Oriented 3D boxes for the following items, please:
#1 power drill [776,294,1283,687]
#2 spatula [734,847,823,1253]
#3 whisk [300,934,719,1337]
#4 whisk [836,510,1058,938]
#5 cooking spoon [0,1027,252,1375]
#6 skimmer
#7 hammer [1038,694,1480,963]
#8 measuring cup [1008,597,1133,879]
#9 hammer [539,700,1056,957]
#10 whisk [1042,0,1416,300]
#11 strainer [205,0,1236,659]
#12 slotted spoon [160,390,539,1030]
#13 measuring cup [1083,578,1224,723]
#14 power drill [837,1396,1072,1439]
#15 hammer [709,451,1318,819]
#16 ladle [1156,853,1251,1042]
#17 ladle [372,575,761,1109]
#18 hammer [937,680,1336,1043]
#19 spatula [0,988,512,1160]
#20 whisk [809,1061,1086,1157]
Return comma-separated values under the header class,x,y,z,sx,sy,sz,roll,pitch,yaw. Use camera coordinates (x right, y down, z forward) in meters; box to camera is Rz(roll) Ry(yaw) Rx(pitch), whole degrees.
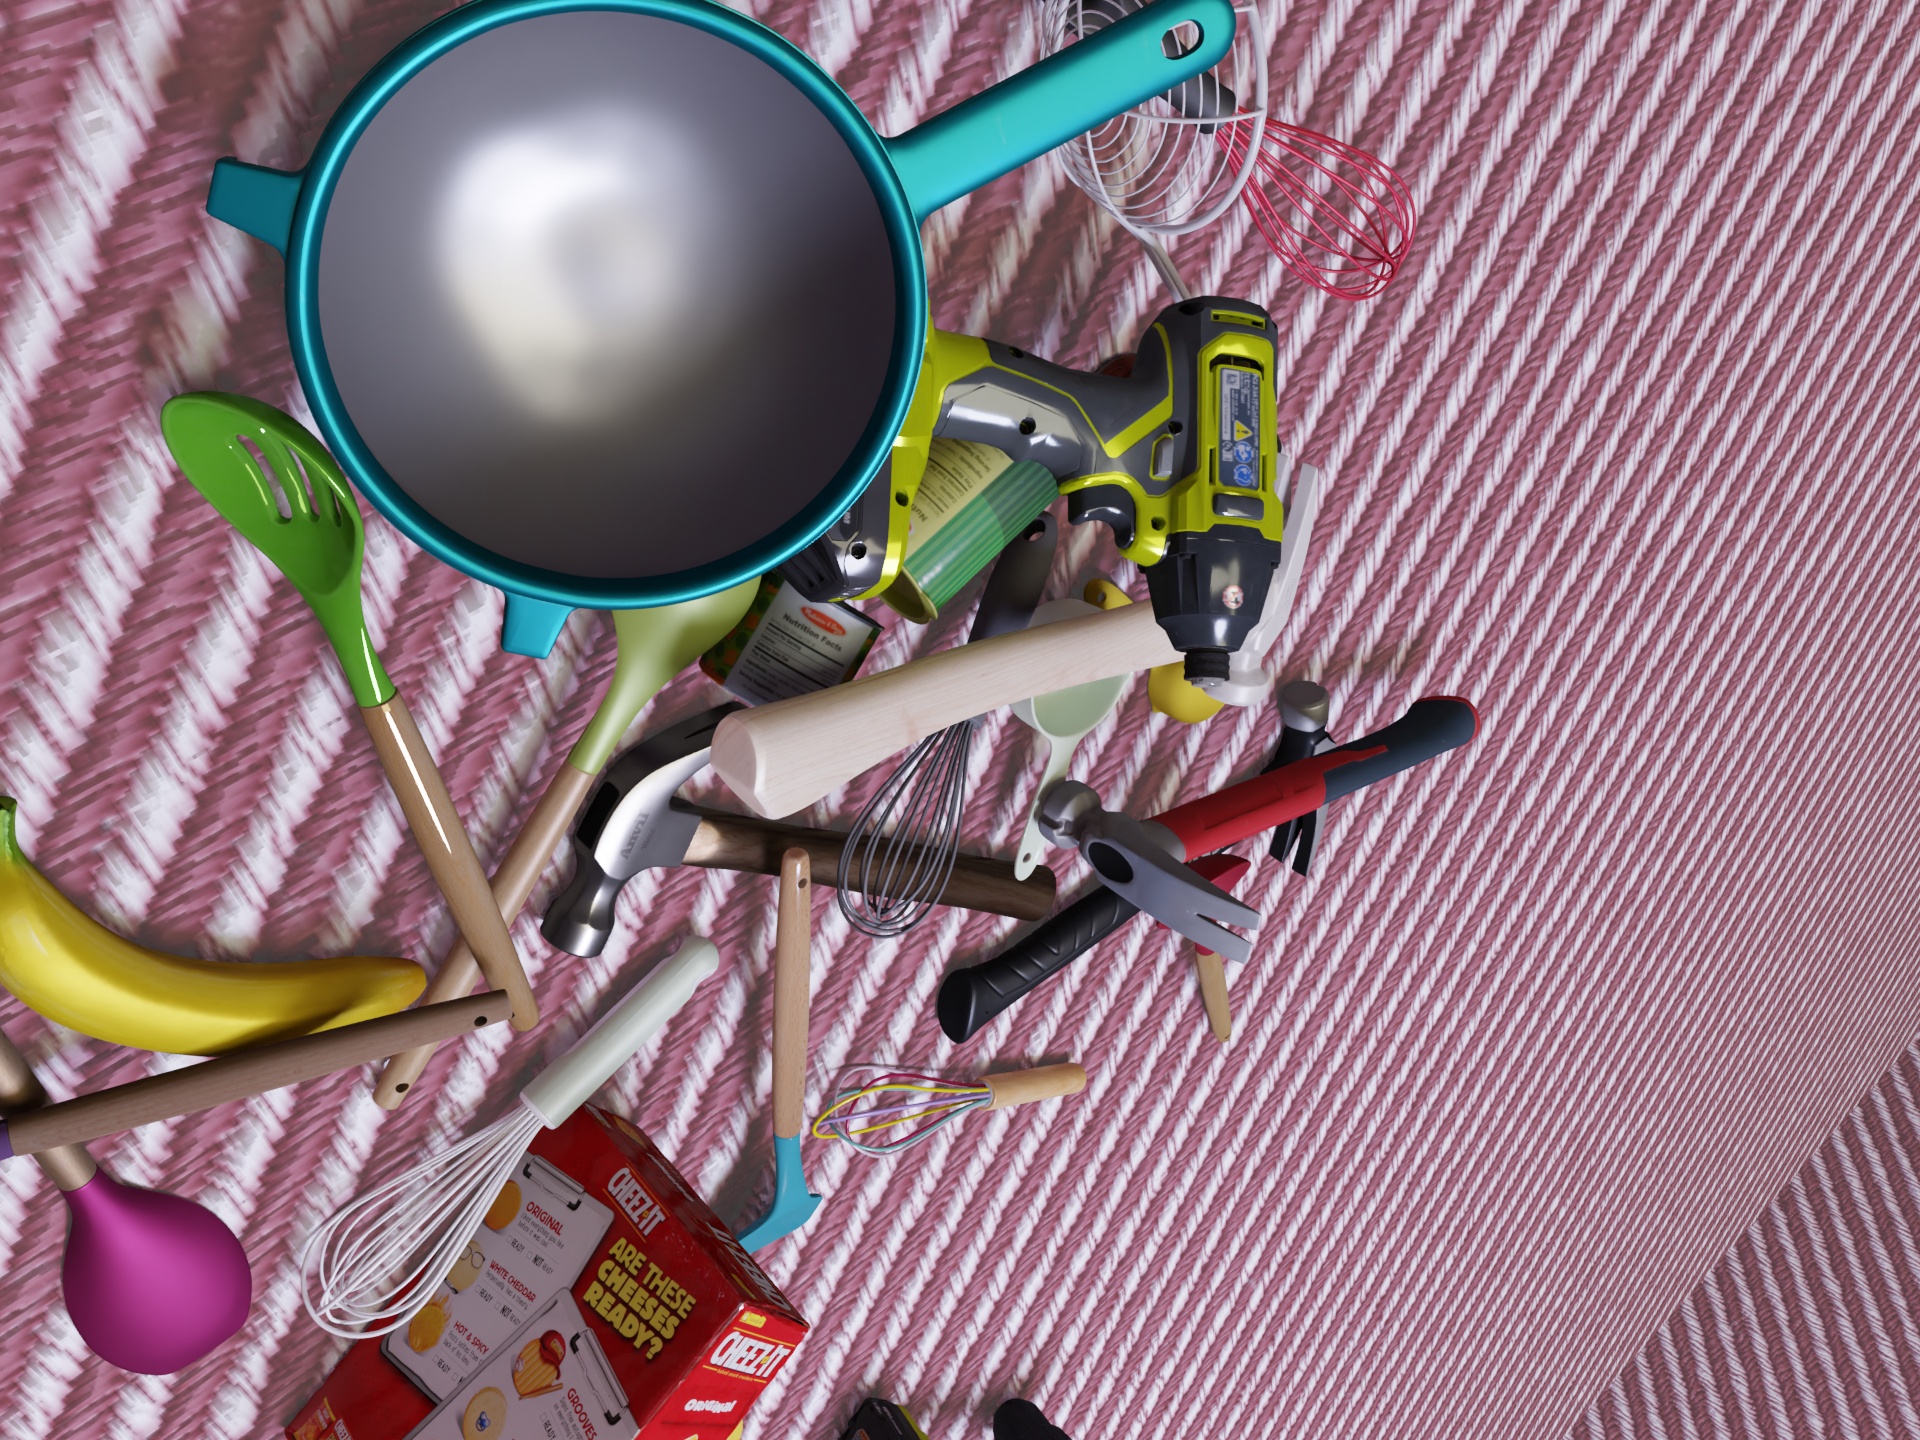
class,x,y,z,sx,sy,sz,roll,pitch,yaw
power drill,0.035,-0.105,0.689,0.223,0.080,0.171,4,84,-20
spatula,-0.100,0.194,0.854,0.082,0.044,0.317,-18,128,-34
whisk,-0.210,0.192,0.763,0.246,0.059,0.057,-44,174,-19
whisk,-0.002,-0.003,0.806,0.055,0.055,0.239,39,69,-49
cooking spoon,-0.356,0.162,0.619,0.069,0.017,0.318,-31,134,-27
skimmer,0.129,-0.226,0.767,0.090,0.127,0.363,-45,151,5
hammer,0.226,0.046,0.973,0.386,0.143,0.038,-15,128,-43
measuring cup,0.045,0.010,0.892,0.083,0.038,0.167,-6,120,-42
hammer,-0.057,0.072,0.839,0.331,0.031,0.130,15,104,-48
whisk,0.137,-0.289,0.779,0.295,0.073,0.073,21,100,-42
strainer,-0.068,-0.182,0.570,0.340,0.095,0.210,-28,123,-3
slotted spoon,-0.218,0.010,0.616,0.031,0.070,0.313,-58,146,-45
measuring cup,0.118,-0.043,0.933,0.062,0.029,0.156,-56,141,0
power drill,0.019,0.545,1.120,0.228,0.191,0.080,24,97,-34
hammer,0.048,-0.040,0.775,0.410,0.038,0.146,-18,127,-46
ladle,0.169,0.162,1.072,0.069,0.031,0.315,-31,149,-6
ladle,-0.183,0.035,0.696,0.078,0.062,0.320,21,107,-45
hammer,0.121,0.108,1.030,0.335,0.035,0.146,-31,132,-26
spatula,-0.329,0.151,0.601,0.316,0.018,0.059,-13,128,-24
whisk,0.003,0.234,0.992,0.244,0.051,0.047,5,105,-49
